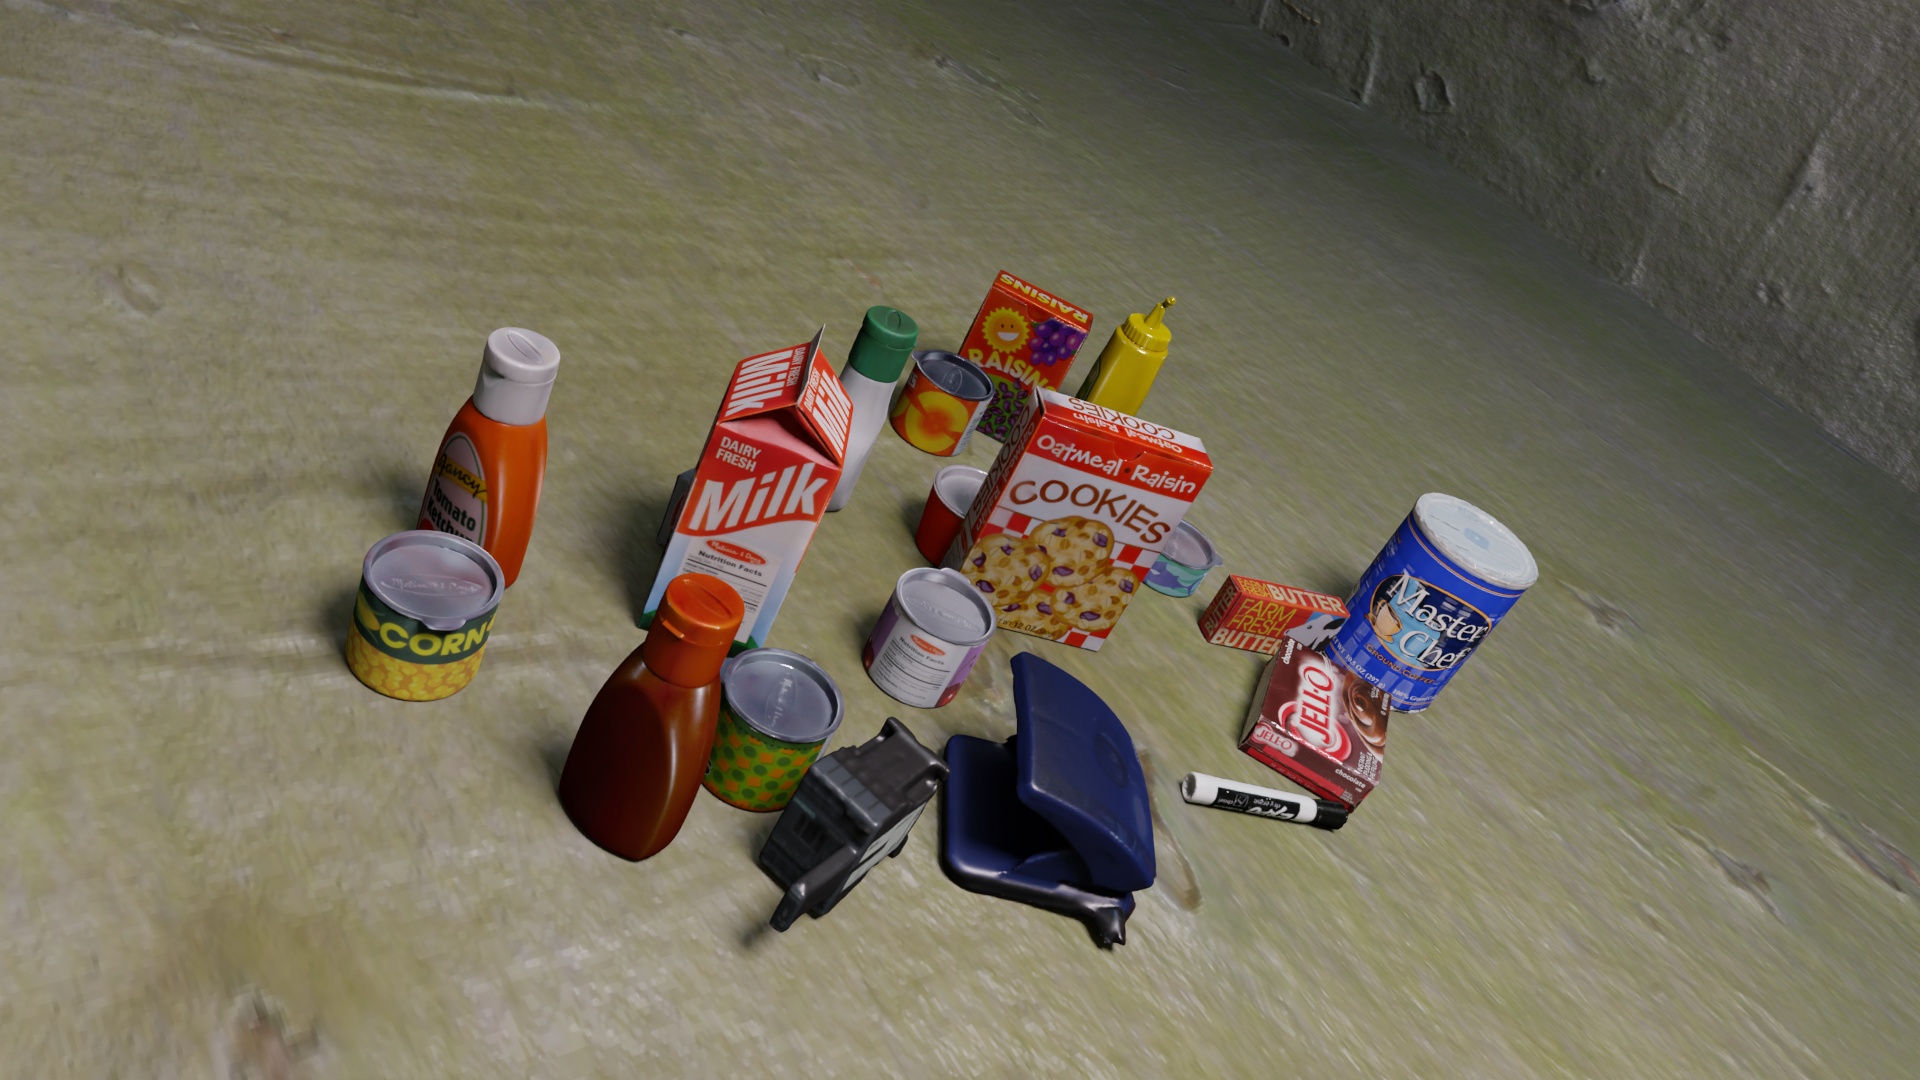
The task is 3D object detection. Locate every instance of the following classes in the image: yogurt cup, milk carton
[{"bbox_3d":[0.003,-0.012,0.972,0.072,0.053,0.073,19,33,-13],"label":"yogurt cup"},{"bbox_3d":[-0.114,-0.029,0.781,0.073,0.189,0.073,20,33,-12],"label":"milk carton"}]

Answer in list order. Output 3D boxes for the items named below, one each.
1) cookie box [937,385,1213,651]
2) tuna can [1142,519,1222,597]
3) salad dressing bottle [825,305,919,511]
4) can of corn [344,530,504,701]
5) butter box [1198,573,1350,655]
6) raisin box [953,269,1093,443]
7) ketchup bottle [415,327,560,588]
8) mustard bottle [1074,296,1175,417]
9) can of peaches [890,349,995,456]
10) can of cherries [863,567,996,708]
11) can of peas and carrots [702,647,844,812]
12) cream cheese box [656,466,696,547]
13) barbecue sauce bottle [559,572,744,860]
[{"bbox_3d":[0.071,-0.009,0.912,0.123,0.166,0.040,15,34,-19],"label":"cookie box"},{"bbox_3d":[0.165,0.012,1.077,0.071,0.032,0.071,19,33,-13],"label":"tuna can"},{"bbox_3d":[-0.072,-0.088,0.935,0.044,0.147,0.064,21,33,-12],"label":"salad dressing bottle"},{"bbox_3d":[-0.268,0.040,0.694,0.071,0.058,0.071,19,33,-13],"label":"can of corn"},{"bbox_3d":[0.236,0.059,1.045,0.103,0.052,0.024,12,35,-23],"label":"butter box"},{"bbox_3d":[0.042,-0.144,1.120,0.086,0.122,0.040,27,32,-2],"label":"raisin box"},{"bbox_3d":[-0.249,-0.043,0.740,0.065,0.148,0.044,41,34,19],"label":"ketchup bottle"},{"bbox_3d":[0.133,-0.137,1.143,0.049,0.159,0.065,23,32,-8],"label":"mustard bottle"},{"bbox_3d":[-0.017,-0.109,1.088,0.071,0.057,0.071,19,33,-13],"label":"can of peaches"},{"bbox_3d":[-0.019,0.059,0.852,0.071,0.058,0.072,19,33,-13],"label":"can of cherries"},{"bbox_3d":[-0.104,0.099,0.732,0.071,0.058,0.071,19,33,-13],"label":"can of peas and carrots"},{"bbox_3d":[-0.147,-0.030,0.886,0.024,0.053,0.104,37,33,14],"label":"cream cheese box"},{"bbox_3d":[-0.141,0.081,0.647,0.065,0.147,0.044,37,33,14],"label":"barbecue sauce bottle"}]
